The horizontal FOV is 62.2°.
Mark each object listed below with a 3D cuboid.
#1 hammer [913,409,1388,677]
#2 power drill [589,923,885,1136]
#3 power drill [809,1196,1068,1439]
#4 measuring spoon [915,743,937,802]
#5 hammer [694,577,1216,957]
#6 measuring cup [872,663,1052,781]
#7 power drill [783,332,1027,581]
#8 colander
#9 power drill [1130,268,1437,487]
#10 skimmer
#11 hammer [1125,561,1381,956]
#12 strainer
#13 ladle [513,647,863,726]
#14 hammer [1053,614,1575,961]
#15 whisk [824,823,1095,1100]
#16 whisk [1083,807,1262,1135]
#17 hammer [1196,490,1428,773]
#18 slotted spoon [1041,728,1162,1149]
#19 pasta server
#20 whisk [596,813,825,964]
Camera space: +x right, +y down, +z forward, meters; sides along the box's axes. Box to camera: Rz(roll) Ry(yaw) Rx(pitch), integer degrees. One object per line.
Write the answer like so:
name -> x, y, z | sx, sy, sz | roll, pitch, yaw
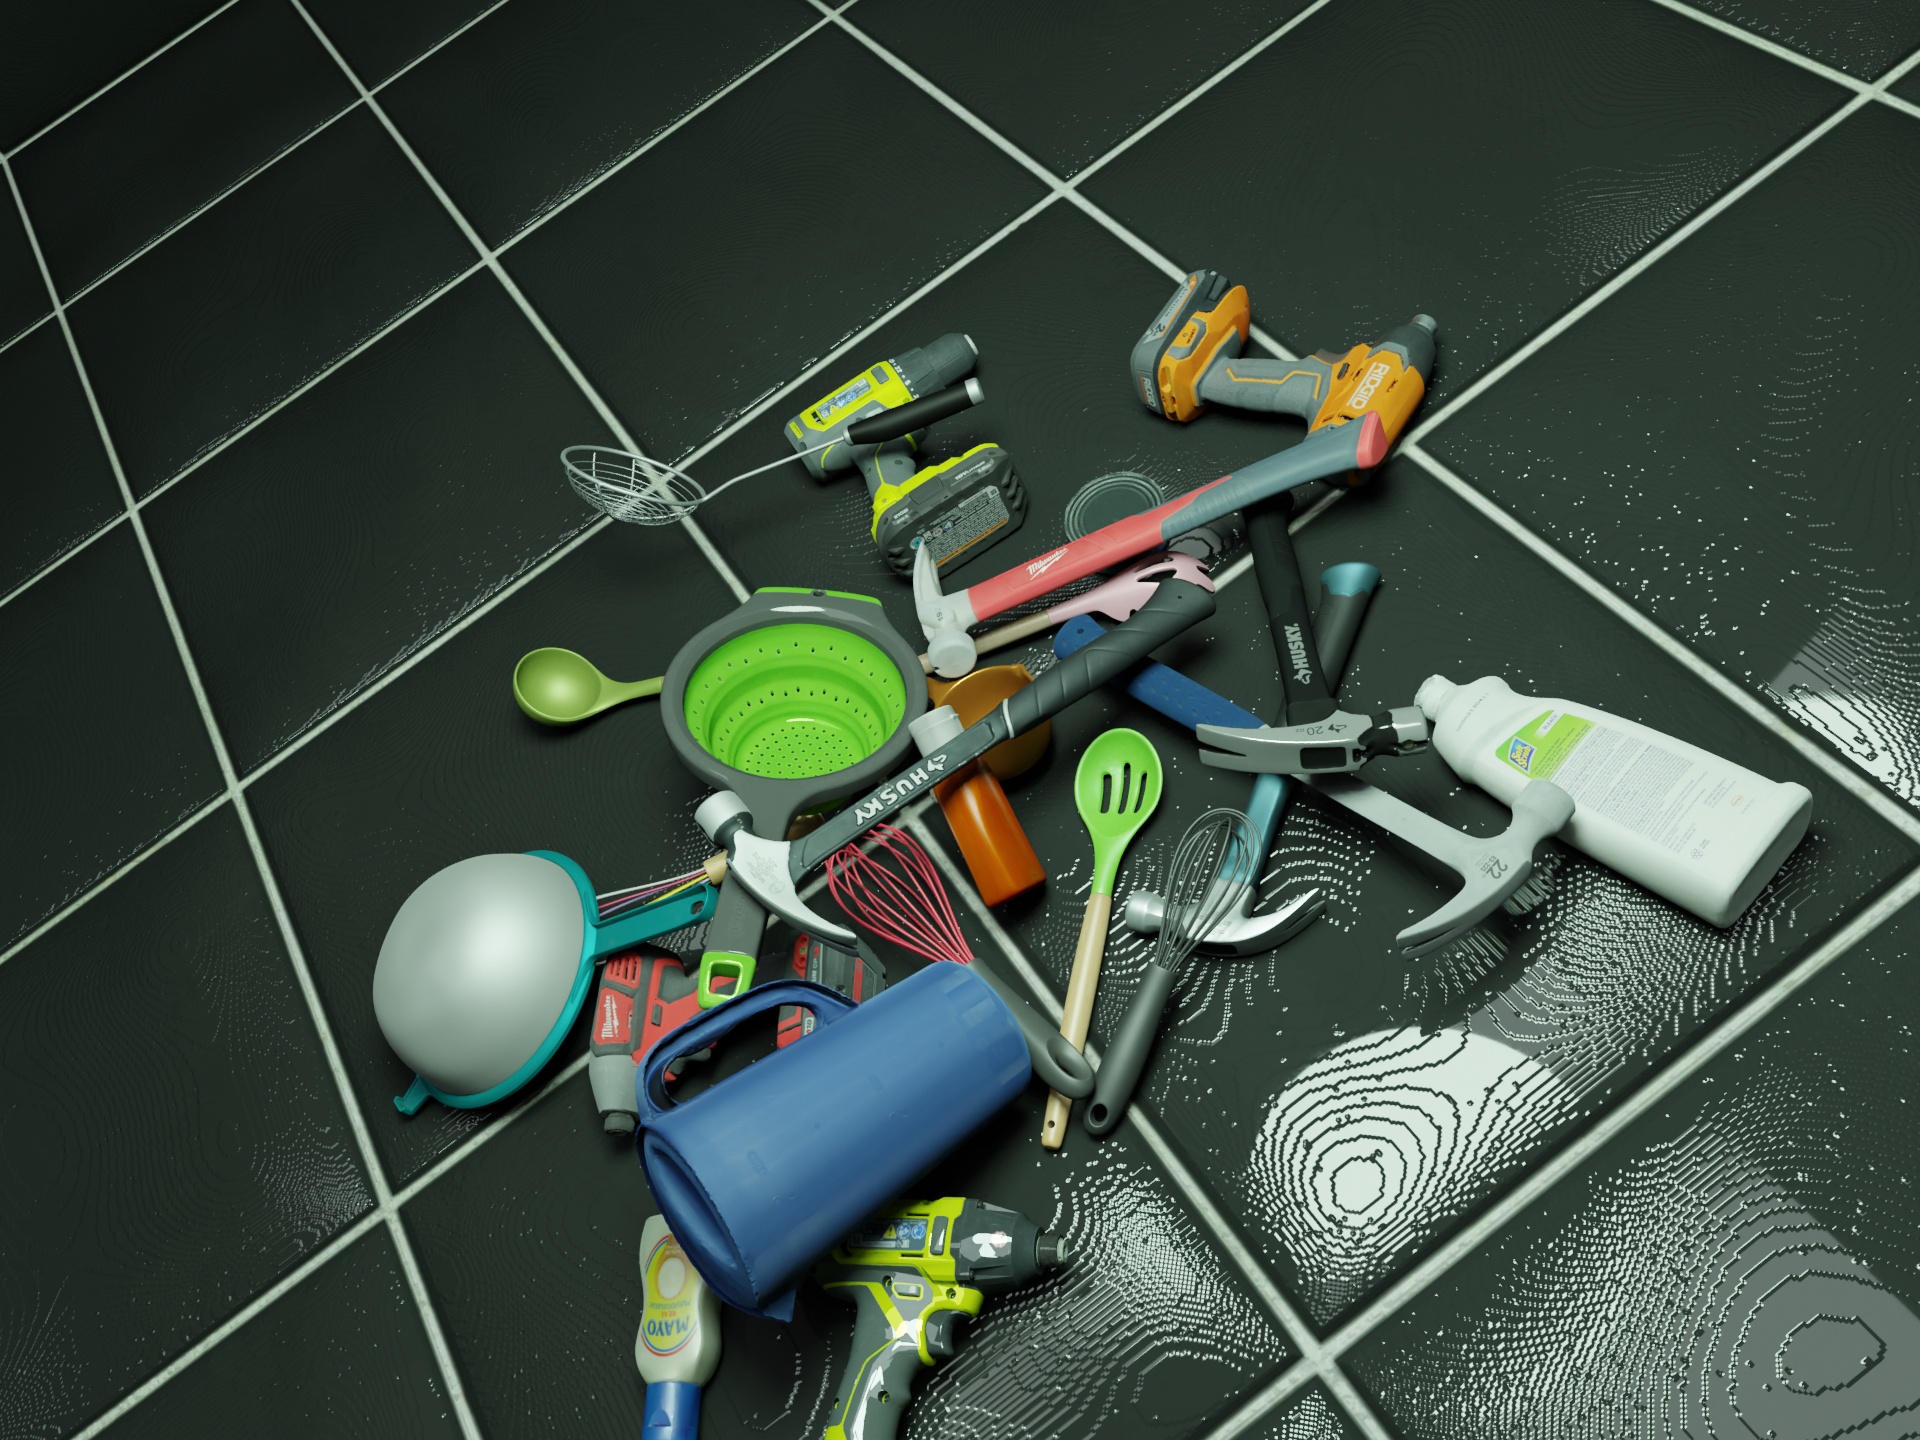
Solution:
hammer -> 0.144, -0.159, 1.254 | 0.386, 0.038, 0.143 | -23, 42, 11
power drill -> -0.172, 0.227, 1.166 | 0.219, 0.078, 0.143 | -10, 56, 19
power drill -> -0.025, 0.410, 0.987 | 0.171, 0.080, 0.223 | -5, 54, 20
measuring spoon -> -0.028, 0.017, 1.277 | 0.034, 0.018, 0.124 | -30, 52, 1
hammer -> 0.022, 0.012, 1.127 | 0.409, 0.036, 0.149 | -33, 62, -19
measuring cup -> -0.002, -0.004, 1.263 | 0.174, 0.052, 0.095 | 18, 58, 43
power drill -> -0.035, -0.243, 1.414 | 0.190, 0.080, 0.229 | -33, 50, 0
colander -> -0.137, 0.066, 1.191 | 0.204, 0.094, 0.397 | 6, 47, 3
power drill -> 0.276, -0.297, 1.323 | 0.227, 0.084, 0.164 | 27, 71, 28
skimmer -> -0.163, -0.252, 1.373 | 0.363, 0.090, 0.127 | -18, 18, 10
hammer -> 0.237, 0.021, 1.159 | 0.128, 0.033, 0.331 | 13, 64, 29
strainer -> -0.334, 0.166, 1.199 | 0.340, 0.095, 0.211 | -21, 53, 30
ladle -> -0.237, -0.042, 1.377 | 0.320, 0.062, 0.078 | -7, 50, 15
hammer -> 0.213, 0.022, 1.122 | 0.144, 0.035, 0.406 | -48, 49, -11
whisk -> -0.004, 0.166, 1.135 | 0.073, 0.073, 0.296 | -42, 53, -8
whisk -> 0.139, 0.169, 1.070 | 0.055, 0.055, 0.239 | 23, 87, 32
hammer -> 0.234, -0.079, 1.165 | 0.146, 0.035, 0.335 | -8, 39, 8
slotted spoon -> 0.094, 0.150, 1.138 | 0.070, 0.031, 0.314 | -1, 60, 28
pasta server -> 0.051, -0.071, 1.300 | 0.316, 0.040, 0.060 | -20, 54, 14
whisk -> -0.220, 0.131, 1.269 | 0.245, 0.047, 0.051 | -27, 62, -2
